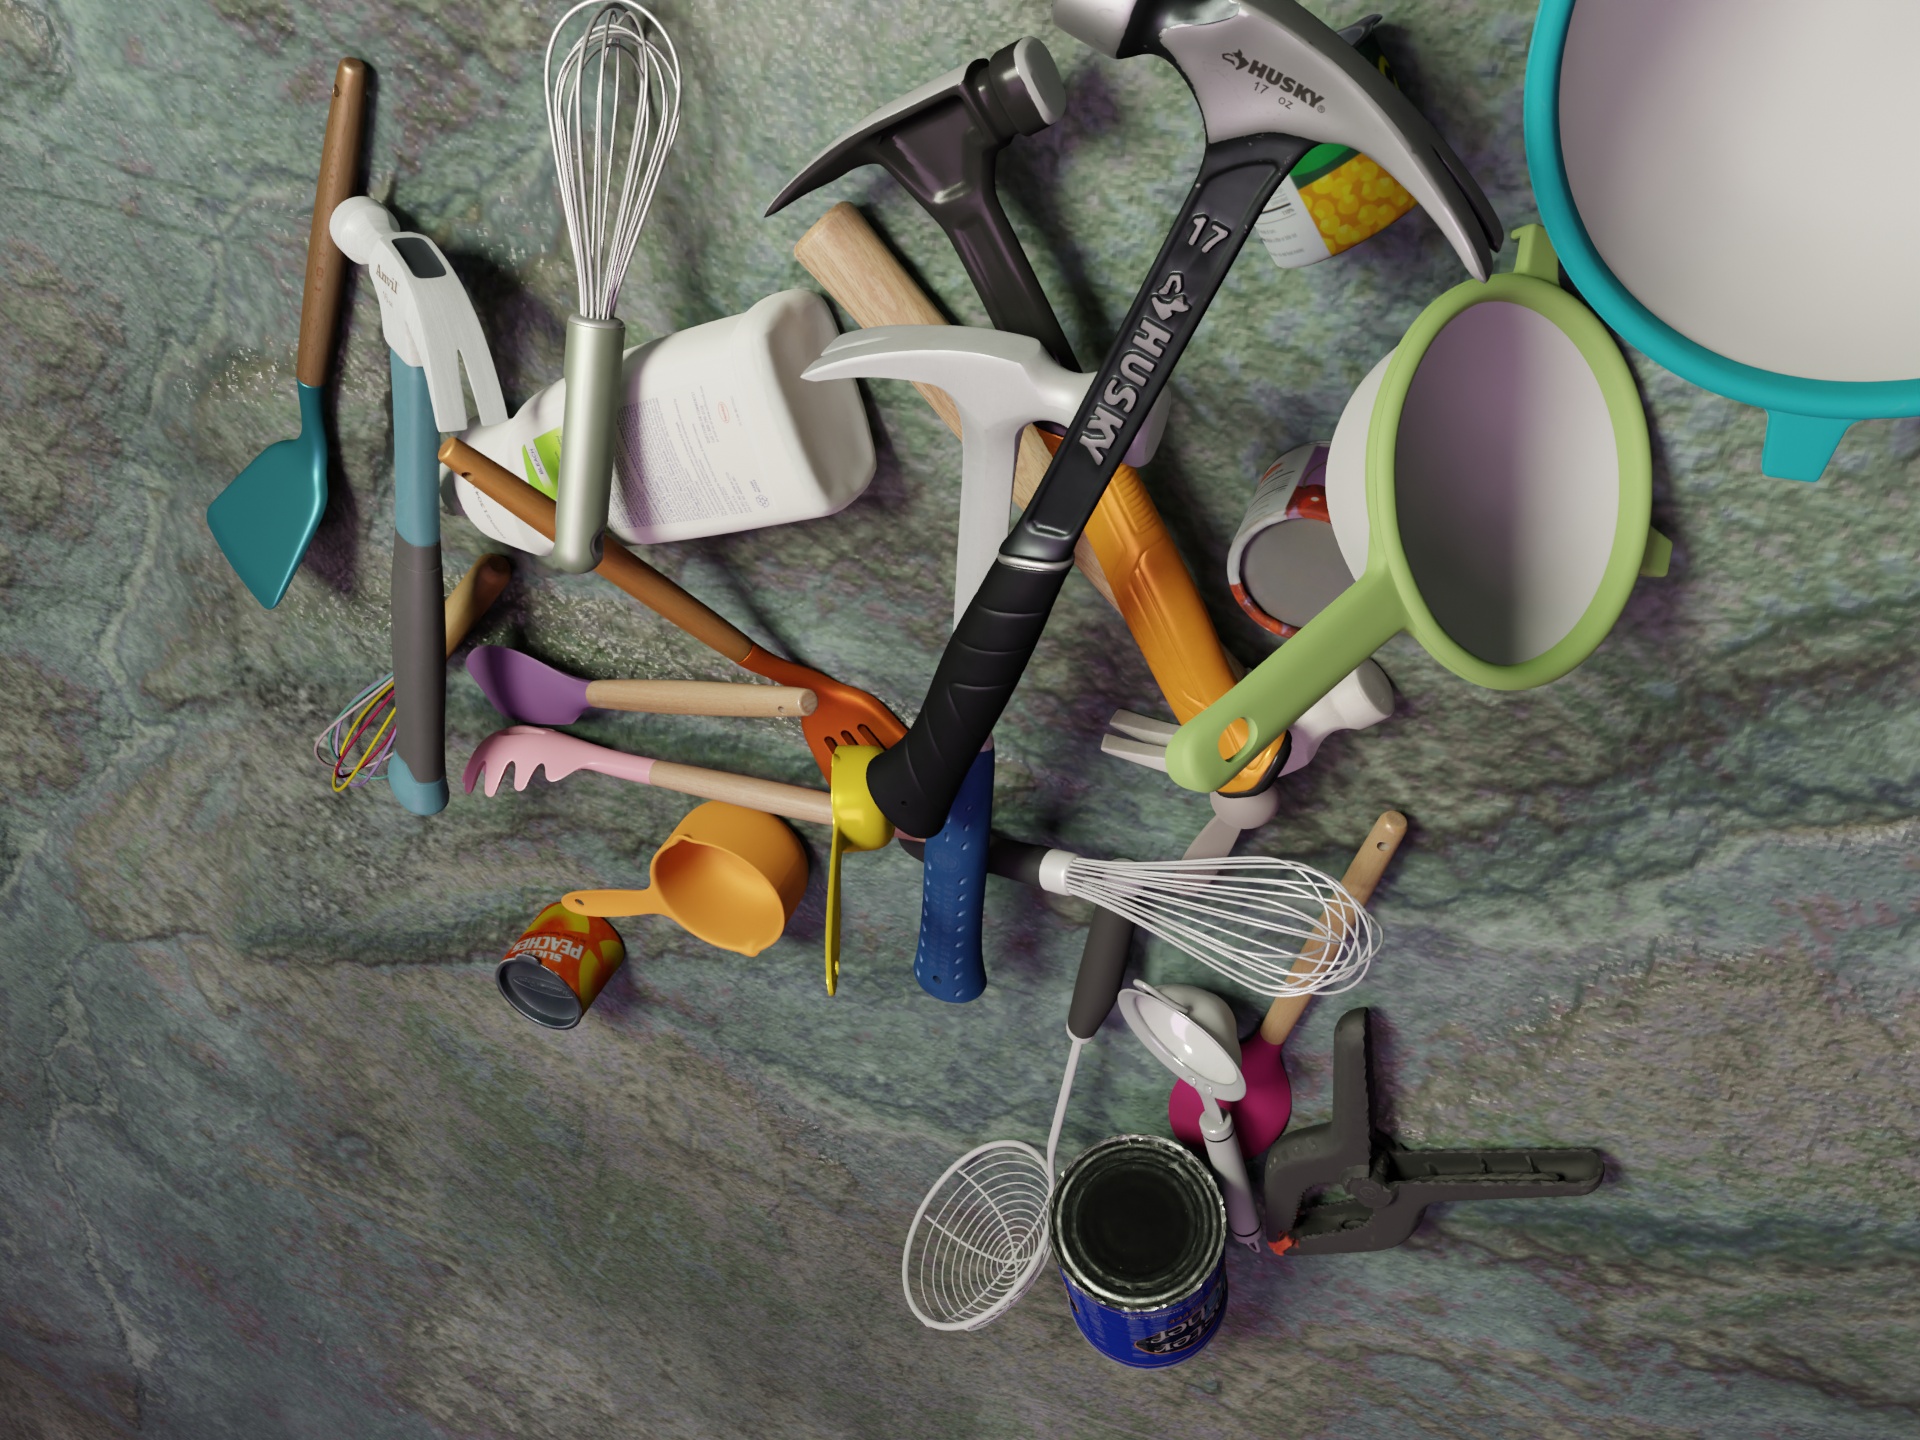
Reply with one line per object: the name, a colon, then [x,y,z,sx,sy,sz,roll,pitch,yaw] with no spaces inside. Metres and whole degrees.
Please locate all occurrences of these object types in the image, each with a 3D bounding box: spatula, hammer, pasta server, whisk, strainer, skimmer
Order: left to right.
spatula: [-0.342,-0.195,0.822,0.082,0.044,0.317,49,135,20]
whisk: [-0.330,-0.023,0.959,0.051,0.047,0.245,43,129,-10]
hammer: [-0.281,-0.087,0.822,0.128,0.033,0.330,43,135,33]
whisk: [-0.158,-0.181,0.690,0.059,0.058,0.246,12,111,4]
spatula: [-0.183,-0.016,0.856,0.316,0.018,0.059,4,132,45]
pasta server: [-0.152,0.042,0.913,0.316,0.060,0.040,10,104,21]
spatula: [-0.129,-0.040,0.806,0.081,0.041,0.322,-19,140,36]
hammer: [-0.001,-0.002,0.741,0.144,0.035,0.405,20,137,15]
skimmer: [0.033,0.225,0.950,0.090,0.127,0.363,5,125,-7]
hammer: [0.046,-0.095,0.724,0.331,0.031,0.130,47,131,-14]
hammer: [0.040,-0.073,0.594,0.149,0.036,0.408,30,139,2]
hammer: [0.051,-0.102,0.671,0.127,0.034,0.336,-15,118,33]
whisk: [0.080,0.084,0.817,0.285,0.070,0.070,11,132,37]
strainer: [0.145,0.224,0.910,0.087,0.050,0.258,22,142,45]
strainer: [0.151,-0.057,0.583,0.069,0.256,0.151,7,131,59]
strainer: [0.239,-0.249,0.462,0.340,0.095,0.211,46,129,-11]

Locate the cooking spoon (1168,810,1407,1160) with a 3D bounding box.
cooking spoon: [0.180,0.158,0.875,0.069,0.017,0.318,22,134,8]

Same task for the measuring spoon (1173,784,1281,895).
measuring spoon: [0.130,0.066,0.806,0.034,0.018,0.124,13,147,-3]

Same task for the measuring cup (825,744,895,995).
measuring cup: [-0.050,0.074,0.796,0.029,0.157,0.062,-4,132,4]

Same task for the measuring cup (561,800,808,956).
measuring cup: [-0.169,0.093,0.970,0.174,0.052,0.095,-7,123,33]
